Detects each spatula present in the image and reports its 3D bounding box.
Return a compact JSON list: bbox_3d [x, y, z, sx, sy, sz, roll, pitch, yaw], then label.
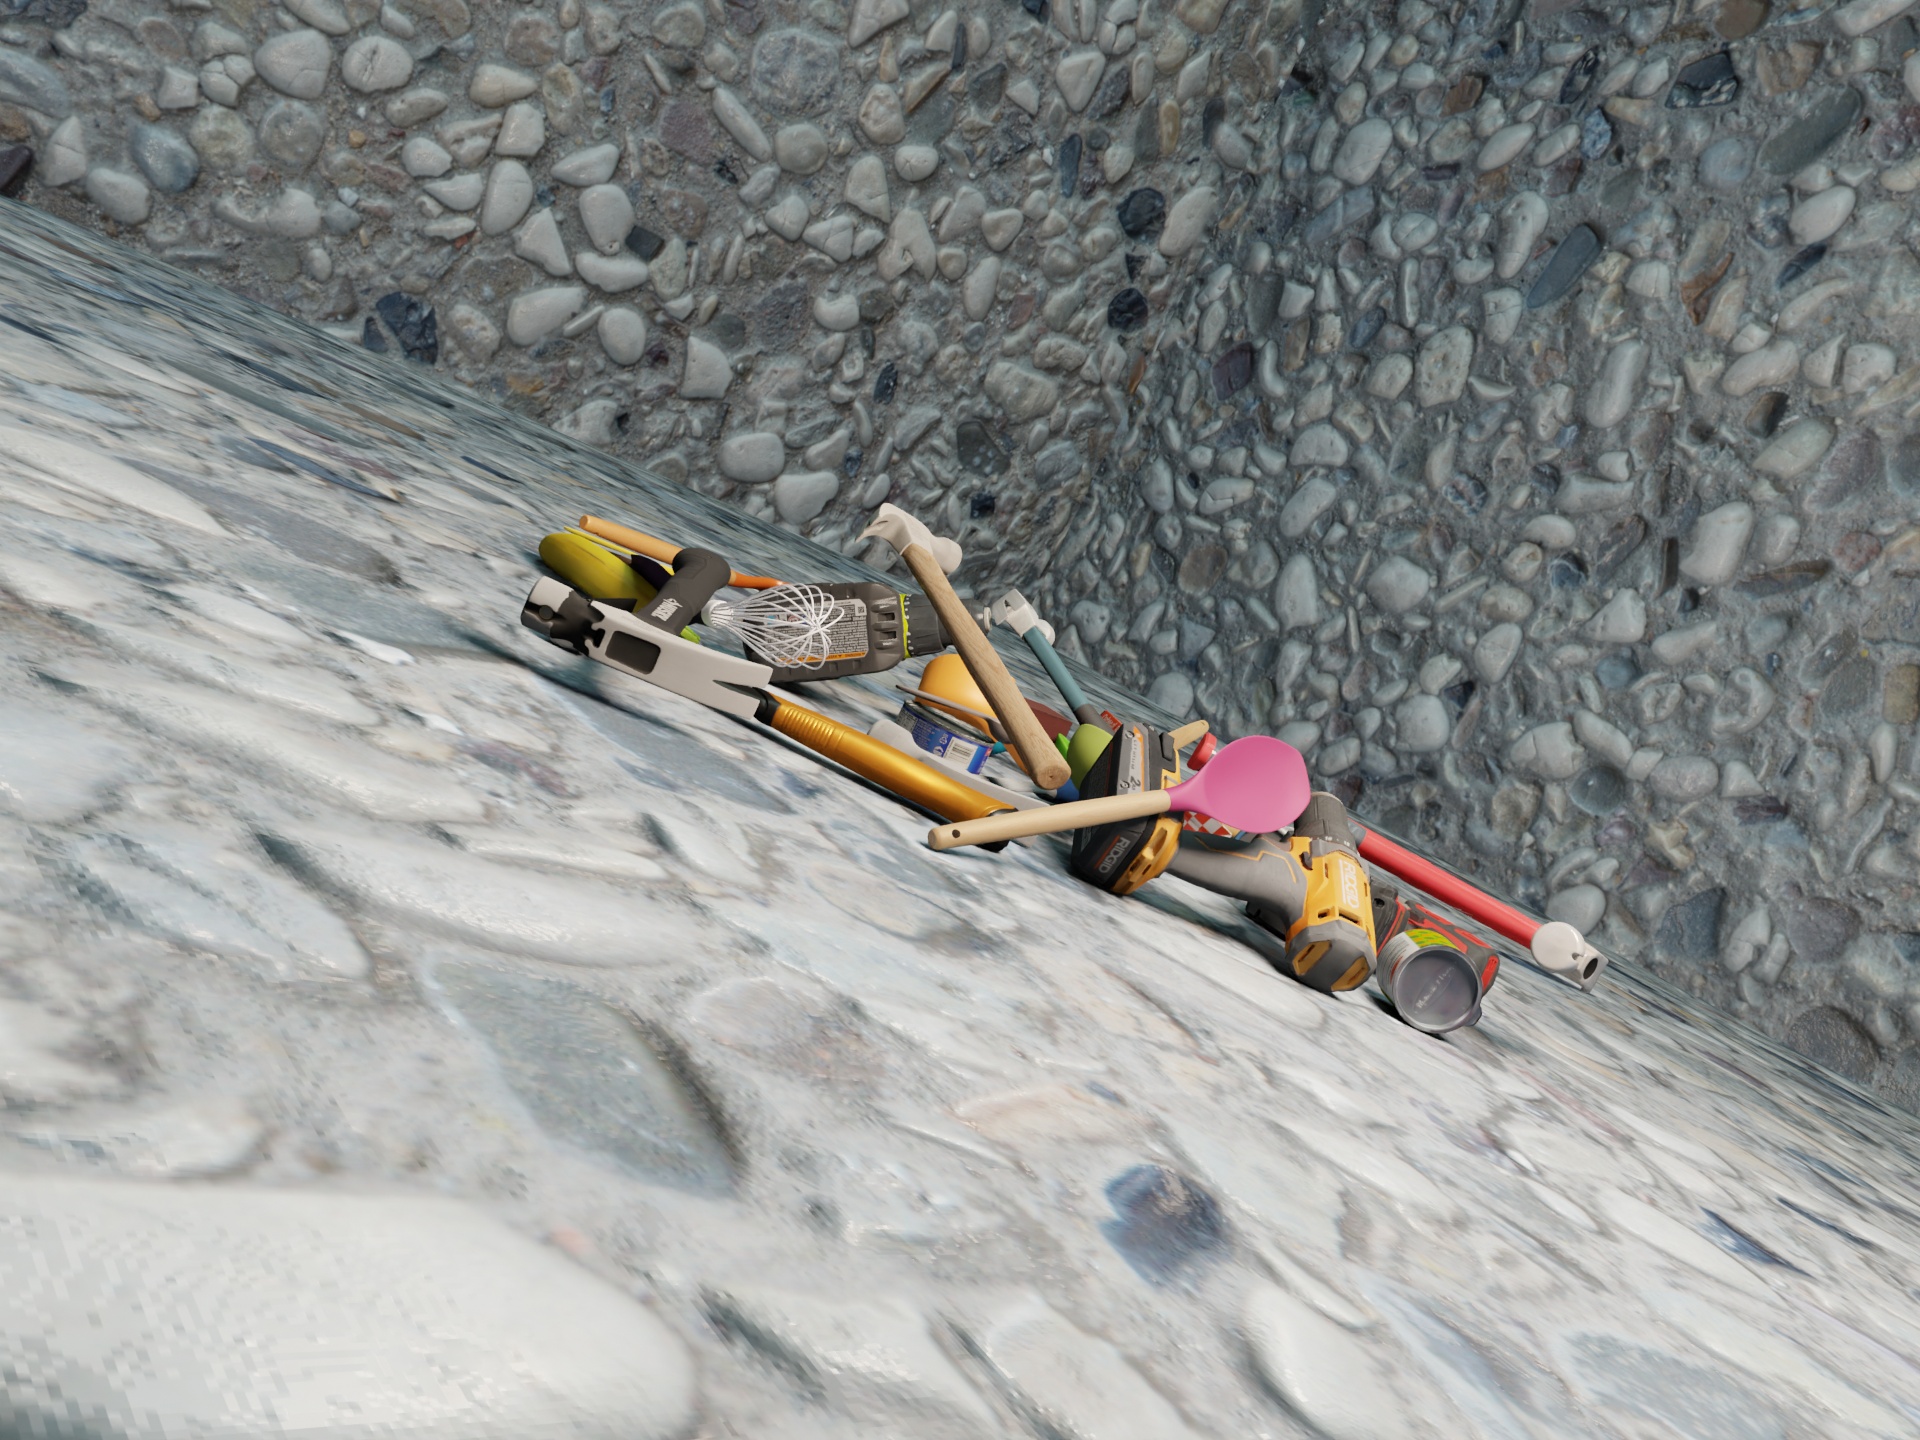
[{"bbox_3d":[-0.286,-0.130,1.371,0.059,0.018,0.316,51,-13,-26],"label":"spatula"},{"bbox_3d":[-0.227,-0.129,1.466,0.081,0.041,0.322,-14,-18,31],"label":"spatula"}]

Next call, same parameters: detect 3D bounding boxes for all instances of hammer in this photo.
[{"bbox_3d":[0.004,-0.067,1.277,0.130,0.031,0.332,27,25,-43],"label":"hammer"},{"bbox_3d":[-0.113,0.001,1.092,0.337,0.034,0.127,26,8,4],"label":"hammer"},{"bbox_3d":[0.357,0.113,1.345,0.387,0.038,0.143,31,1,35],"label":"hammer"},{"bbox_3d":[0.069,0.059,1.317,0.144,0.035,0.405,28,7,24],"label":"hammer"},{"bbox_3d":[0.120,0.003,1.439,0.331,0.033,0.128,59,10,34],"label":"hammer"},{"bbox_3d":[-0.189,-0.077,1.085,0.146,0.035,0.335,24,12,-7],"label":"hammer"}]

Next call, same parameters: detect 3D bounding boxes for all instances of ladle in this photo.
[{"bbox_3d":[0.169,0.020,1.360,0.078,0.062,0.320,43,23,14],"label":"ladle"}]

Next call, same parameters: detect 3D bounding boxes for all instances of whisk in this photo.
[{"bbox_3d":[-0.181,-0.082,1.269,0.070,0.070,0.285,21,-6,-35],"label":"whisk"}]

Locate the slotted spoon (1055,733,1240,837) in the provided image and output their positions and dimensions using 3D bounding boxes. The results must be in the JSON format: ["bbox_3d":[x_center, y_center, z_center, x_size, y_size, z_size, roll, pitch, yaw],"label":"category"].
[{"bbox_3d":[0.206,0.081,1.714,0.313,0.031,0.070,23,24,-40],"label":"slotted spoon"}]

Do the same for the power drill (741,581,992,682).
[{"bbox_3d":[-0.081,-0.081,1.402,0.190,0.080,0.228,-4,3,11],"label":"power drill"}]

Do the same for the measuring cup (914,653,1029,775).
[{"bbox_3d":[0.023,0.015,1.442,0.095,0.052,0.173,-8,-45,34],"label":"measuring cup"}]

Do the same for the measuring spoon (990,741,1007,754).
[{"bbox_3d":[0.062,0.044,1.510,0.128,0.021,0.042,34,-25,0],"label":"measuring spoon"}]

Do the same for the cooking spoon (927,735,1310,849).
[{"bbox_3d":[0.116,0.057,1.062,0.318,0.069,0.017,-7,-7,-32],"label":"cooking spoon"}]

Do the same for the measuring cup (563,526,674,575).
[{"bbox_3d":[-0.317,-0.146,1.515,0.156,0.029,0.062,24,6,16],"label":"measuring cup"}]

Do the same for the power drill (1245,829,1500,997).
[{"bbox_3d":[0.339,0.164,1.363,0.226,0.080,0.188,23,6,-45],"label":"power drill"}]

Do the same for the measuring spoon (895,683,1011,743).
[{"bbox_3d":[-0.002,-0.004,1.353,0.124,0.018,0.034,21,6,18],"label":"measuring spoon"}]

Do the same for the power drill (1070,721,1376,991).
[{"bbox_3d":[0.202,0.085,1.175,0.226,0.084,0.185,25,36,-9],"label":"power drill"}]
